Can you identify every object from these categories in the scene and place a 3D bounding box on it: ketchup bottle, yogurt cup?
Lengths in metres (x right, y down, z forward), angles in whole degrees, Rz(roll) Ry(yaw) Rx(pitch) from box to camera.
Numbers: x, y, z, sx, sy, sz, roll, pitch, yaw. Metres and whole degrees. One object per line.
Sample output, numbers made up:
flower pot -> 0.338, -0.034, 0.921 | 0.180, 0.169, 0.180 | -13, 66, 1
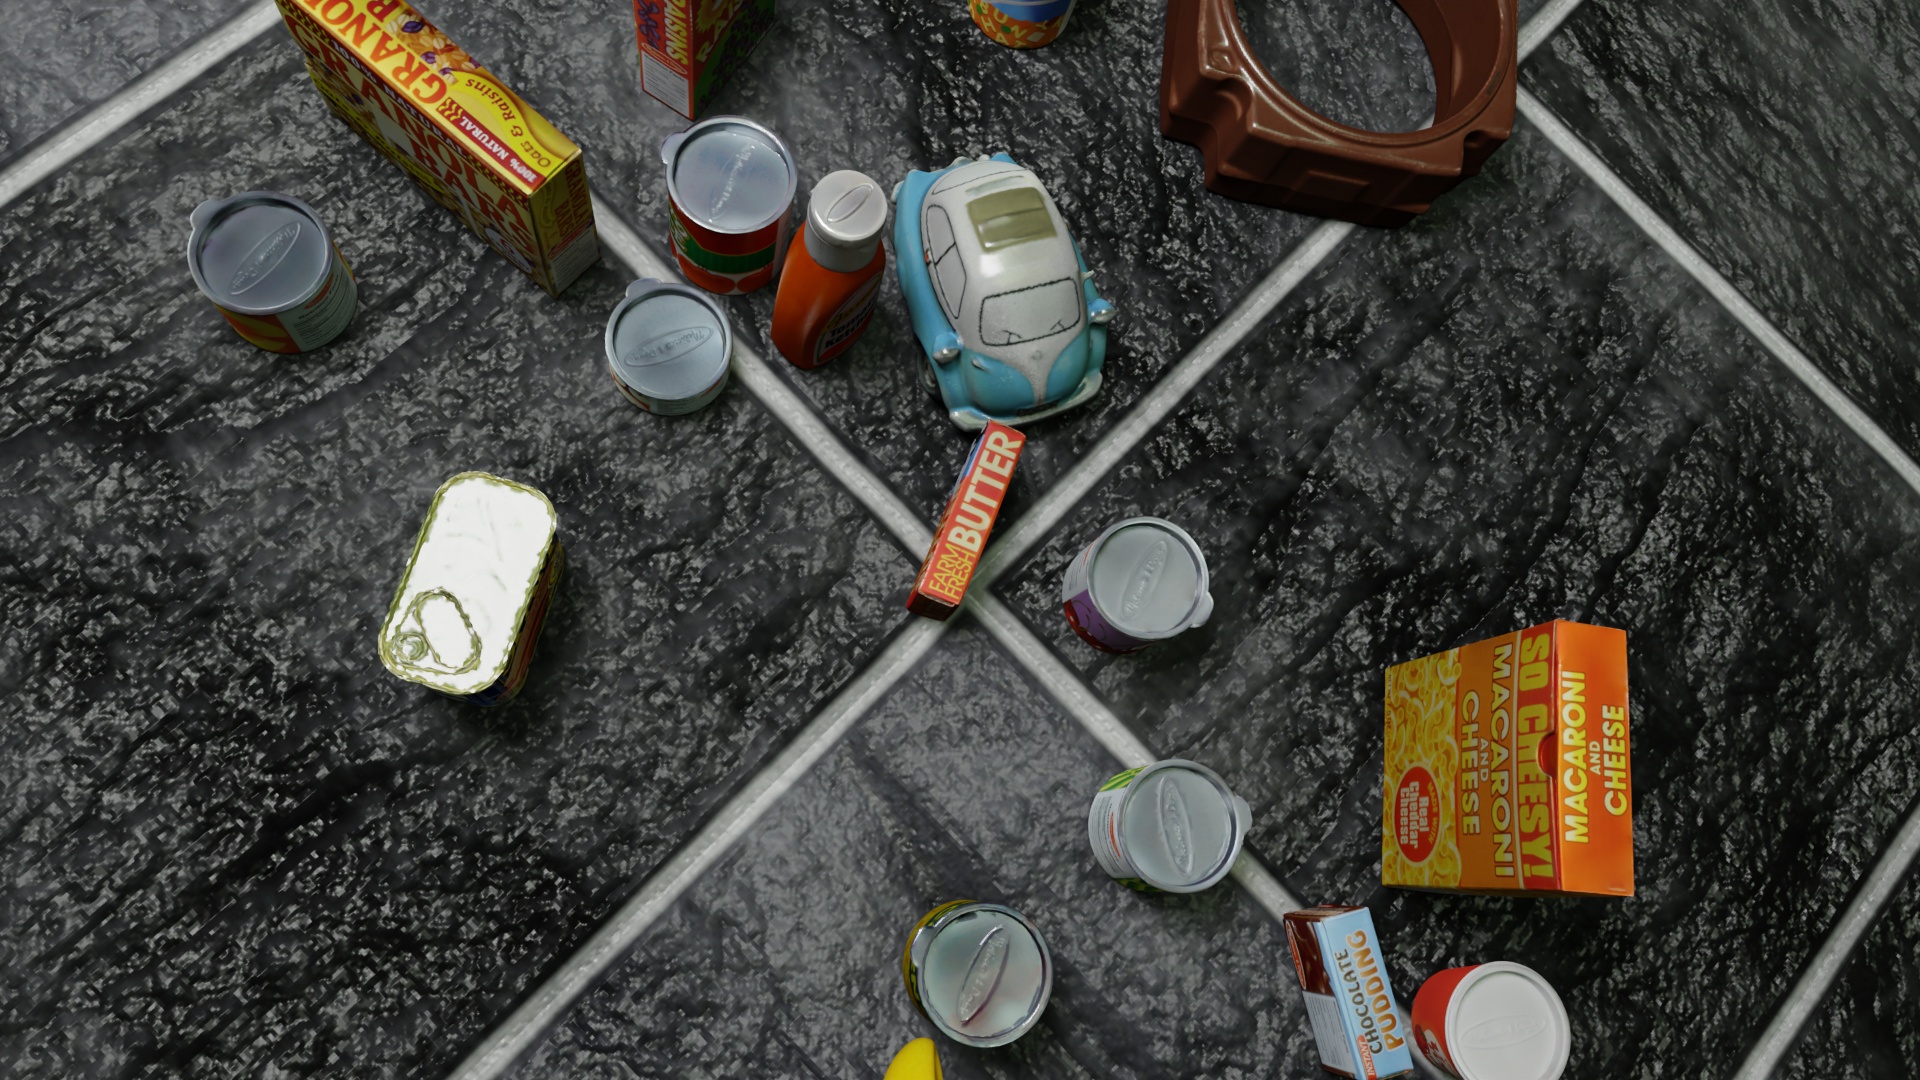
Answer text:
ketchup bottle -> -0.065, -0.139, 0.713 | 0.043, 0.148, 0.065 | 44, 73, 2
yogurt cup -> 0.273, 0.254, 0.726 | 0.072, 0.053, 0.072 | 2, 76, -10

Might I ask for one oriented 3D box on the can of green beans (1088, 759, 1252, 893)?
can of green beans -> 0.105, 0.149, 0.720 | 0.071, 0.057, 0.071 | 2, 76, -10

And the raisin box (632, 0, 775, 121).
raisin box -> -0.137, -0.298, 0.753 | 0.040, 0.123, 0.086 | 34, 73, -1

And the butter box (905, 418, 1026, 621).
butter box -> 0.003, -0.009, 0.743 | 0.024, 0.053, 0.104 | 23, 73, -4

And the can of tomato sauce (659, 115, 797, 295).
can of tomato sauce -> -0.126, -0.178, 0.746 | 0.071, 0.083, 0.071 | 2, 76, -10

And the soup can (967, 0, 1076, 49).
soup can -> 0.040, -0.341, 0.817 | 0.071, 0.083, 0.071 | 2, 76, -10

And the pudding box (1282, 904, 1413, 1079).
pudding box -> 0.200, 0.233, 0.720 | 0.030, 0.049, 0.084 | -11, 79, -13

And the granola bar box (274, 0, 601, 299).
granola bar box -> -0.262, -0.209, 0.707 | 0.165, 0.124, 0.039 | 40, 73, 1

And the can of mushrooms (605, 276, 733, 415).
can of mushrooms -> -0.157, -0.104, 0.747 | 0.071, 0.033, 0.071 | 2, 76, -10

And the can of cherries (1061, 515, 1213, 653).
can of cherries -> 0.095, 0.027, 0.748 | 0.071, 0.058, 0.071 | 2, 76, -10

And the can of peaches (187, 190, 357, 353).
can of peaches -> -0.350, -0.137, 0.707 | 0.071, 0.058, 0.071 | 2, 76, -10

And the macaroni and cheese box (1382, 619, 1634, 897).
macaroni and cheese box -> 0.269, 0.115, 0.701 | 0.040, 0.166, 0.124 | 8, 75, -8

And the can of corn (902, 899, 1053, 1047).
can of corn -> 0.005, 0.211, 0.685 | 0.071, 0.058, 0.071 | 2, 76, -10
